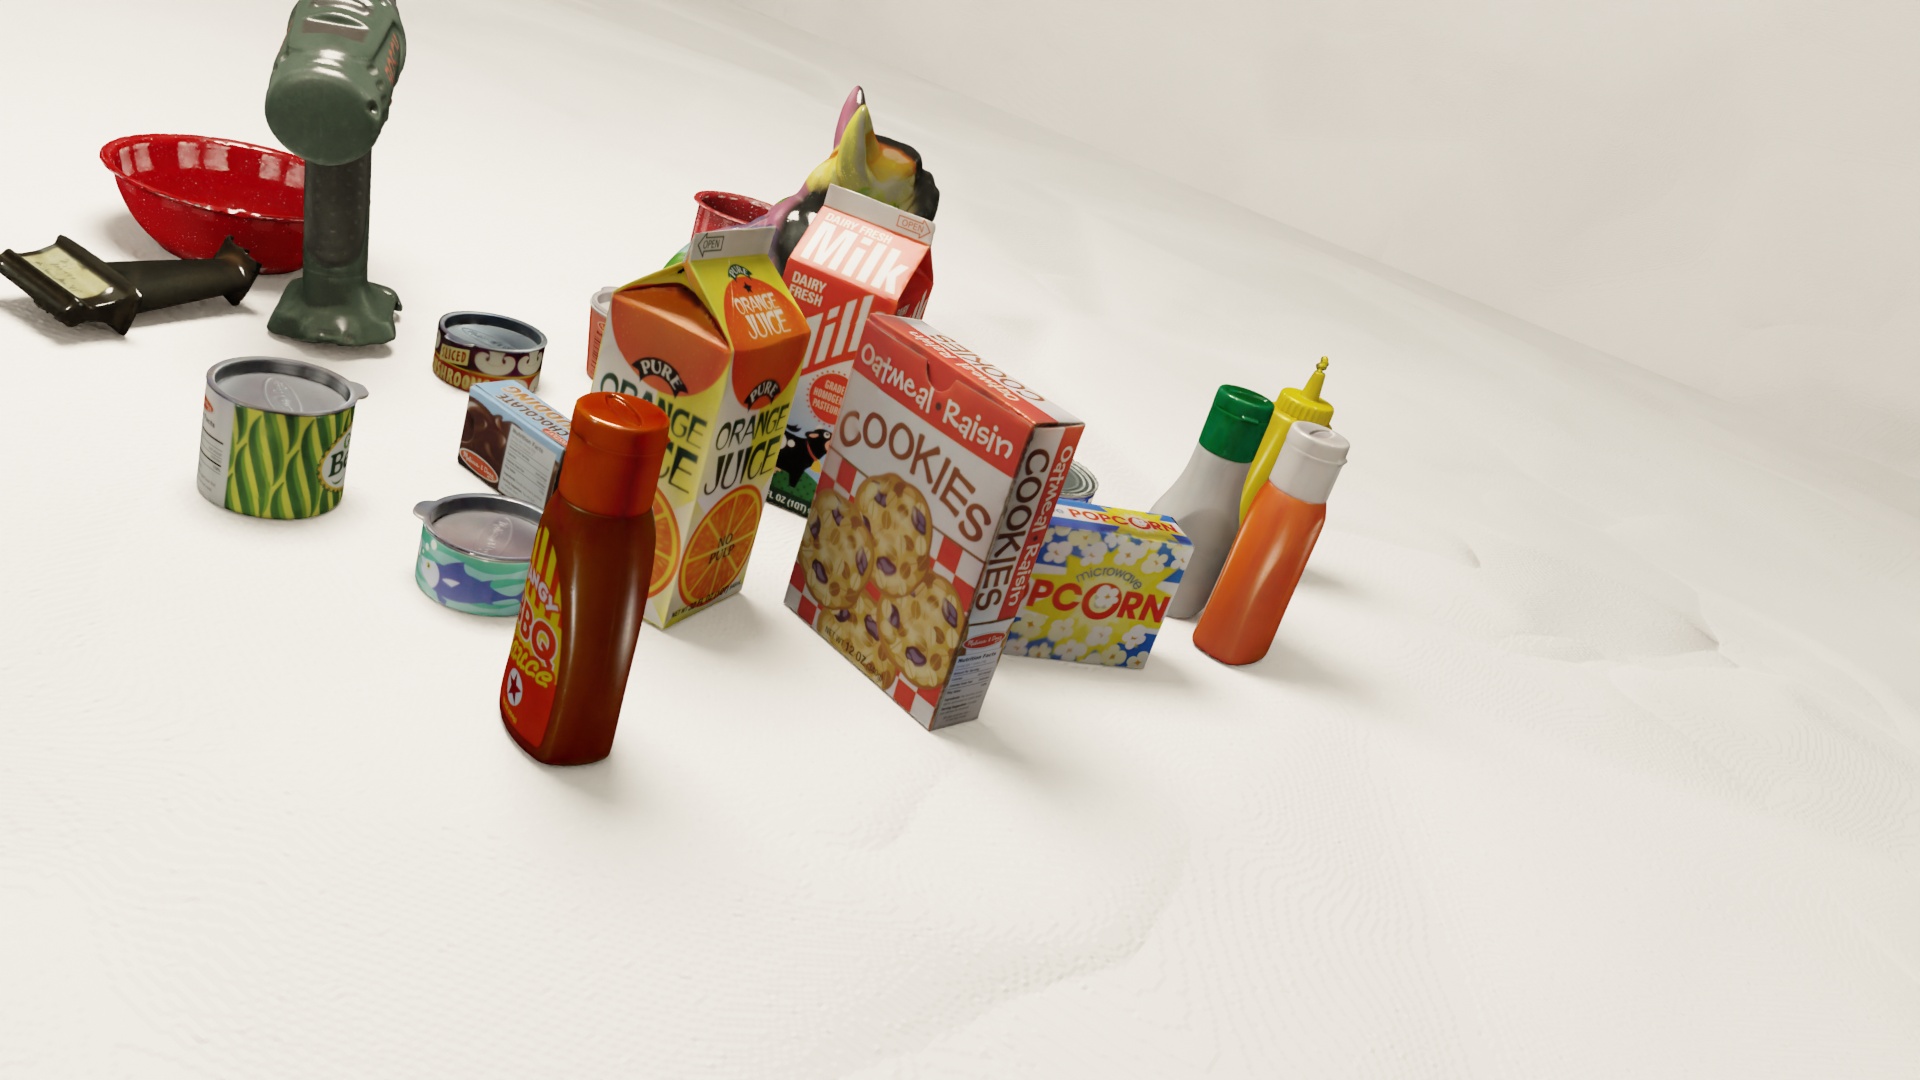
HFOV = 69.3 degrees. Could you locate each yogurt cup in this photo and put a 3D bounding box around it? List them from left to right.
[{"bbox_3d":[-0.223,-0.134,0.947,0.072,0.053,0.073,16,23,-7],"label":"yogurt cup"}]

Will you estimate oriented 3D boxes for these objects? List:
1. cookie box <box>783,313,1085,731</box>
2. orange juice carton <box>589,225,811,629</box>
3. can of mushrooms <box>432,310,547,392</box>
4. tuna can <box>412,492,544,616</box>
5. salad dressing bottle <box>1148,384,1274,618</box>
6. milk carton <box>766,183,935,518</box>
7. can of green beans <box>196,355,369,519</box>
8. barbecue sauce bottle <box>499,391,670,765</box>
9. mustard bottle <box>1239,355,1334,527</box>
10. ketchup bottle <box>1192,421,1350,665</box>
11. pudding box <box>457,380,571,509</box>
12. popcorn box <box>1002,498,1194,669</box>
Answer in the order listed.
[{"bbox_3d":[-0.019,-0.011,0.687,0.040,0.166,0.123,-7,34,-46],"label":"cookie box"},{"bbox_3d":[-0.133,-0.062,0.683,0.073,0.191,0.072,26,24,17],"label":"orange juice carton"},{"bbox_3d":[-0.300,-0.118,0.880,0.071,0.033,0.071,16,23,-7],"label":"can of mushrooms"},{"bbox_3d":[-0.227,0.006,0.664,0.071,0.032,0.071,16,23,-7],"label":"tuna can"},{"bbox_3d":[0.153,-0.024,0.870,0.064,0.147,0.044,14,23,-12],"label":"salad dressing bottle"},{"bbox_3d":[-0.074,-0.114,0.843,0.072,0.189,0.074,22,23,8],"label":"milk carton"},{"bbox_3d":[-0.332,-0.050,0.676,0.071,0.057,0.071,16,23,-7],"label":"can of green beans"},{"bbox_3d":[-0.150,0.014,0.558,0.044,0.148,0.065,0,29,-38],"label":"barbecue sauce bottle"},{"bbox_3d":[0.224,-0.055,0.975,0.065,0.159,0.049,7,26,-26],"label":"mustard bottle"},{"bbox_3d":[0.190,0.002,0.839,0.043,0.148,0.065,32,26,27],"label":"ketchup bottle"},{"bbox_3d":[-0.235,-0.048,0.756,0.084,0.049,0.030,32,26,27],"label":"pudding box"},{"bbox_3d":[0.057,0.022,0.776,0.127,0.085,0.038,8,25,-23],"label":"popcorn box"}]
